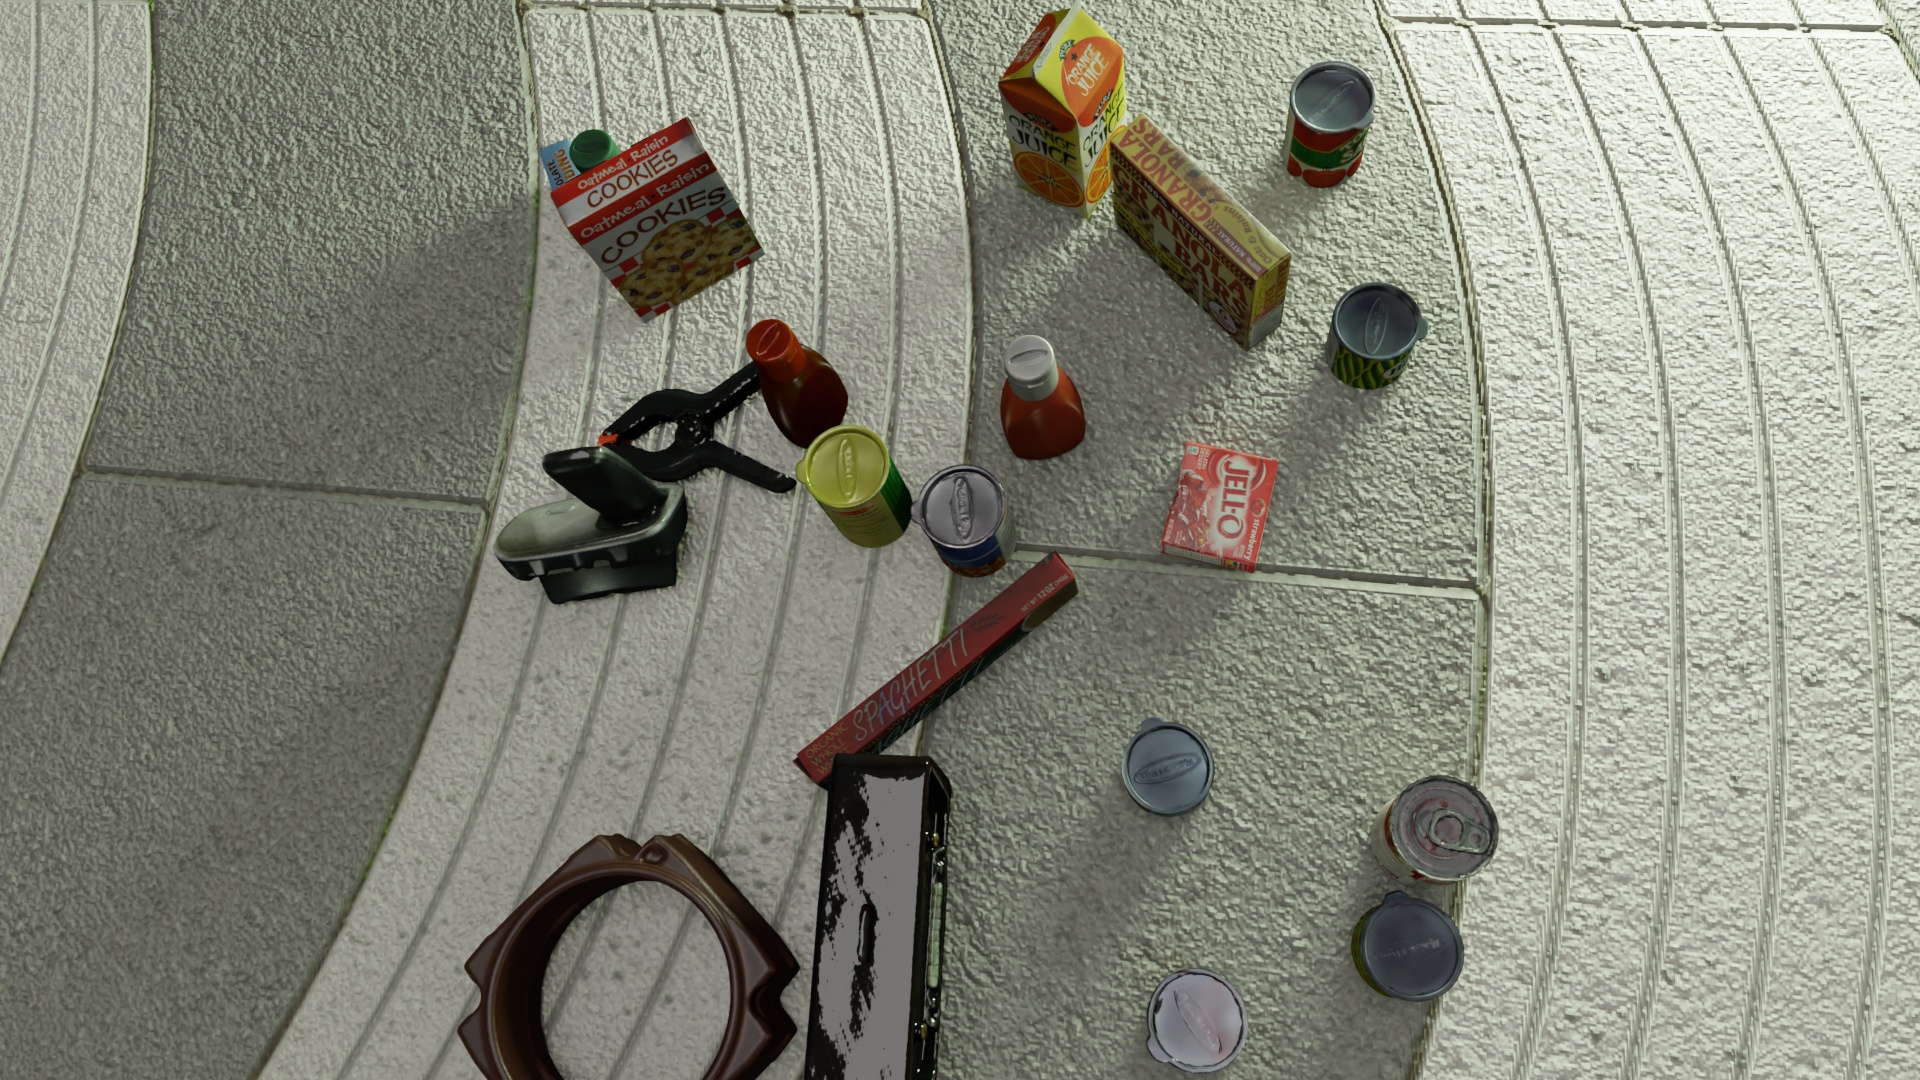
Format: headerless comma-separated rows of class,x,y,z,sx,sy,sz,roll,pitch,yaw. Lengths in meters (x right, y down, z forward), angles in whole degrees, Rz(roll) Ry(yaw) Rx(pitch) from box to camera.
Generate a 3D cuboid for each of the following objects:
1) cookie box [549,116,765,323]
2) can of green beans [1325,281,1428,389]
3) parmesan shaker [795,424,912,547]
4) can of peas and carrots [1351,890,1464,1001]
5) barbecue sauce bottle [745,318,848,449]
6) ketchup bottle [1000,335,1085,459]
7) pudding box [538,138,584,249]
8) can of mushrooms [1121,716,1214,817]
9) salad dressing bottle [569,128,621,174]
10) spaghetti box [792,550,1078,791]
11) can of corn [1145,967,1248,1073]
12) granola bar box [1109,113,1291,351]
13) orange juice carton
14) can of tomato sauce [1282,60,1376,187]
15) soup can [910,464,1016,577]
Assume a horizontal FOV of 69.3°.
cookie box,-0.243,-0.258,1.134,0.123,0.167,0.040,-30,71,-2
can of green beans,0.319,-0.158,1.077,0.071,0.057,0.071,-2,72,8
parmesan shaker,-0.080,-0.040,1.073,0.071,0.103,0.071,-2,72,8
can of peas and carrots,0.300,0.274,0.939,0.071,0.058,0.071,-2,72,8
barbecue sauce bottle,-0.129,-0.124,1.084,0.044,0.148,0.065,30,79,16
ketchup bottle,0.059,-0.107,1.051,0.065,0.148,0.043,-15,71,4
pudding box,-0.340,-0.306,1.226,0.030,0.049,0.084,-23,71,1
can of mushrooms,0.150,0.165,1.010,0.071,0.033,0.071,-2,72,8
salad dressing bottle,-0.280,-0.287,1.159,0.064,0.147,0.044,3,73,10
spaghetti box,-0.016,0.100,1.047,0.250,0.050,0.029,-38,71,-5
can of corn,0.158,0.326,0.943,0.071,0.058,0.071,-2,72,8
granola bar box,0.184,-0.238,1.088,0.039,0.124,0.166,-39,71,-5
orange juice carton,0.083,-0.343,1.100,0.073,0.192,0.072,30,79,16
can of tomato sauce,0.299,-0.334,1.124,0.071,0.083,0.071,-2,72,8
soup can,0.004,-0.013,1.063,0.071,0.083,0.071,-2,72,8
